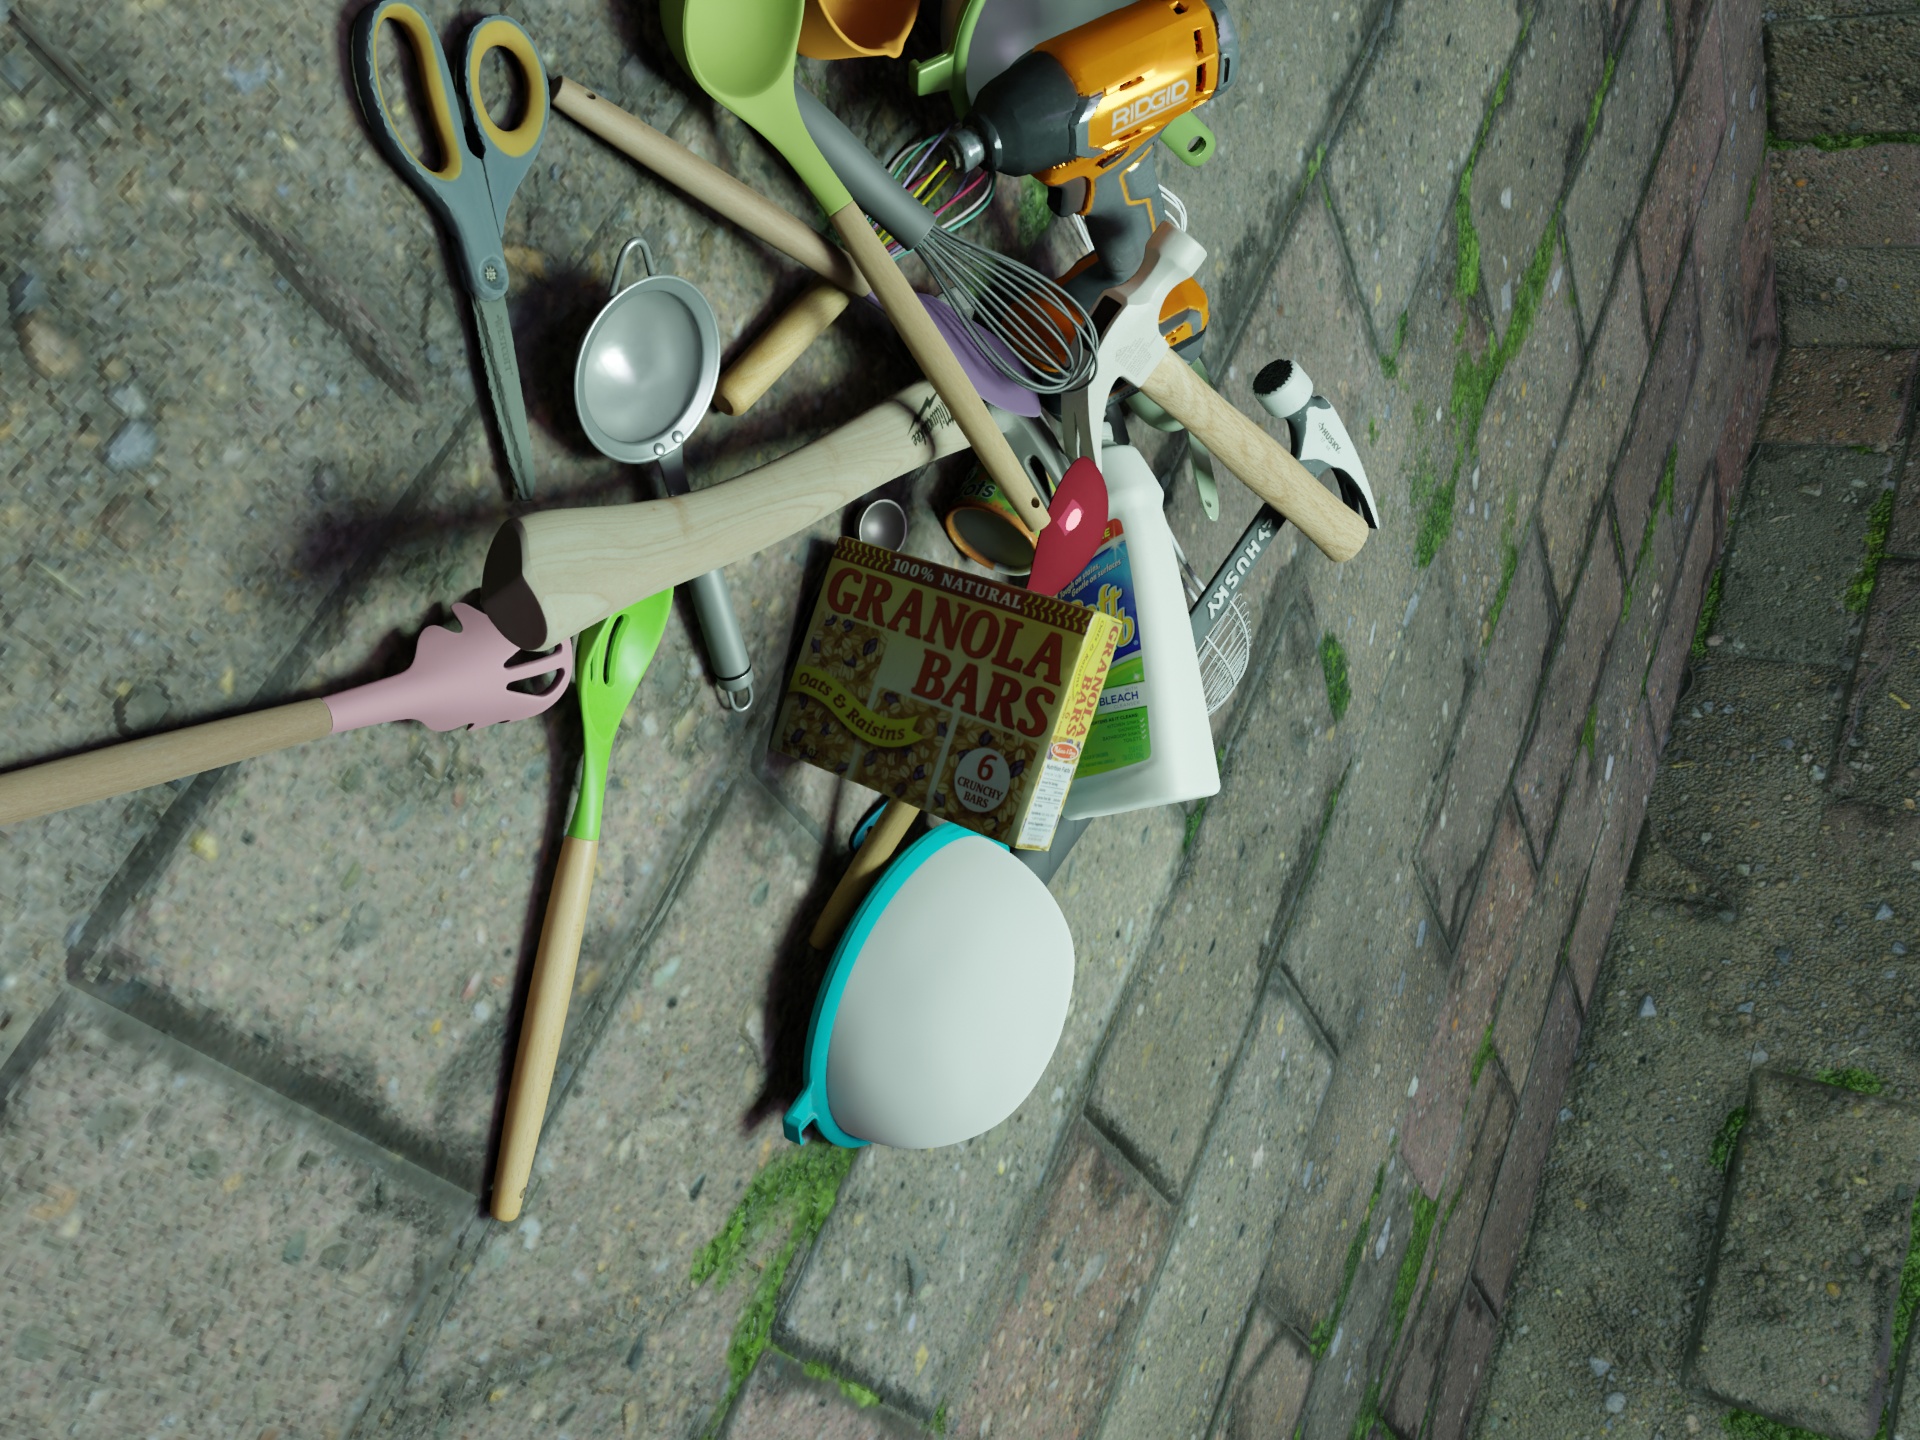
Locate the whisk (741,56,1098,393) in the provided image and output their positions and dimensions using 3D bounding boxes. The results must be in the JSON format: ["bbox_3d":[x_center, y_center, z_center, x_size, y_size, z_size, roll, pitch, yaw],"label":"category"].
[{"bbox_3d":[-0.020,-0.249,0.806,0.238,0.055,0.055,37,64,-21],"label":"whisk"}]

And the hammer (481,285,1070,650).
[{"bbox_3d":[-0.064,-0.107,0.758,0.146,0.038,0.411,58,36,-5],"label":"hammer"}]

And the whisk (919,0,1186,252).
[{"bbox_3d":[0.061,-0.351,0.964,0.284,0.070,0.070,31,73,-49],"label":"whisk"}]

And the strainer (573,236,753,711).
[{"bbox_3d":[-0.135,-0.106,0.755,0.087,0.050,0.258,-41,136,-34],"label":"strainer"}]

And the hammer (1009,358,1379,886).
[{"bbox_3d":[0.149,-0.042,1.086,0.149,0.036,0.409,40,81,-35],"label":"hammer"}]

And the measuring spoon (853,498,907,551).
[{"bbox_3d":[-0.059,-0.065,0.900,0.034,0.018,0.124,9,98,-43],"label":"measuring spoon"}]

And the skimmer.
[{"bbox_3d":[0.113,-0.138,1.112,0.127,0.090,0.362,-51,126,-26],"label":"skimmer"}]

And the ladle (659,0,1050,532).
[{"bbox_3d":[-0.036,-0.225,0.760,0.078,0.062,0.320,-46,113,-29],"label":"ladle"}]

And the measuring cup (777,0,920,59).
[{"bbox_3d":[-0.044,-0.398,0.804,0.174,0.052,0.095,-54,138,-36],"label":"measuring cup"}]

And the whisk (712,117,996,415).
[{"bbox_3d":[-0.052,-0.241,0.842,0.245,0.047,0.051,-54,126,-27],"label":"whisk"}]

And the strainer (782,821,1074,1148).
[{"bbox_3d":[0.031,0.112,0.944,0.210,0.095,0.340,25,88,-62],"label":"strainer"}]

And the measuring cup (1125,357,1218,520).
[{"bbox_3d":[0.142,-0.195,1.070,0.083,0.038,0.168,21,51,-40],"label":"measuring cup"}]

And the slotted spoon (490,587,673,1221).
[{"bbox_3d":[-0.183,0.079,0.741,0.070,0.031,0.314,5,96,-79],"label":"slotted spoon"}]

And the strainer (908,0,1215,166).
[{"bbox_3d":[0.070,-0.378,0.885,0.151,0.069,0.256,-47,154,19],"label":"strainer"}]

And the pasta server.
[{"bbox_3d":[-0.271,0.004,0.601,0.316,0.040,0.060,-21,115,-47],"label":"pasta server"}]

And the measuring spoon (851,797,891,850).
[{"bbox_3d":[-0.027,0.037,0.970,0.128,0.021,0.042,-41,129,-31],"label":"measuring spoon"}]

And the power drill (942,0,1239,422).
[{"bbox_3d":[0.068,-0.276,0.883,0.164,0.084,0.226,-29,149,-15],"label":"power drill"}]

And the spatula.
[{"bbox_3d":[-0.065,-0.226,0.785,0.315,0.018,0.060,23,47,-42],"label":"spatula"}]

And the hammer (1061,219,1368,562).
[{"bbox_3d":[0.170,-0.168,0.978,0.130,0.031,0.331,-53,140,10],"label":"hammer"}]

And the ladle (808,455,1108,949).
[{"bbox_3d":[-0.001,-0.003,0.885,0.315,0.031,0.069,-58,160,10],"label":"ladle"}]
